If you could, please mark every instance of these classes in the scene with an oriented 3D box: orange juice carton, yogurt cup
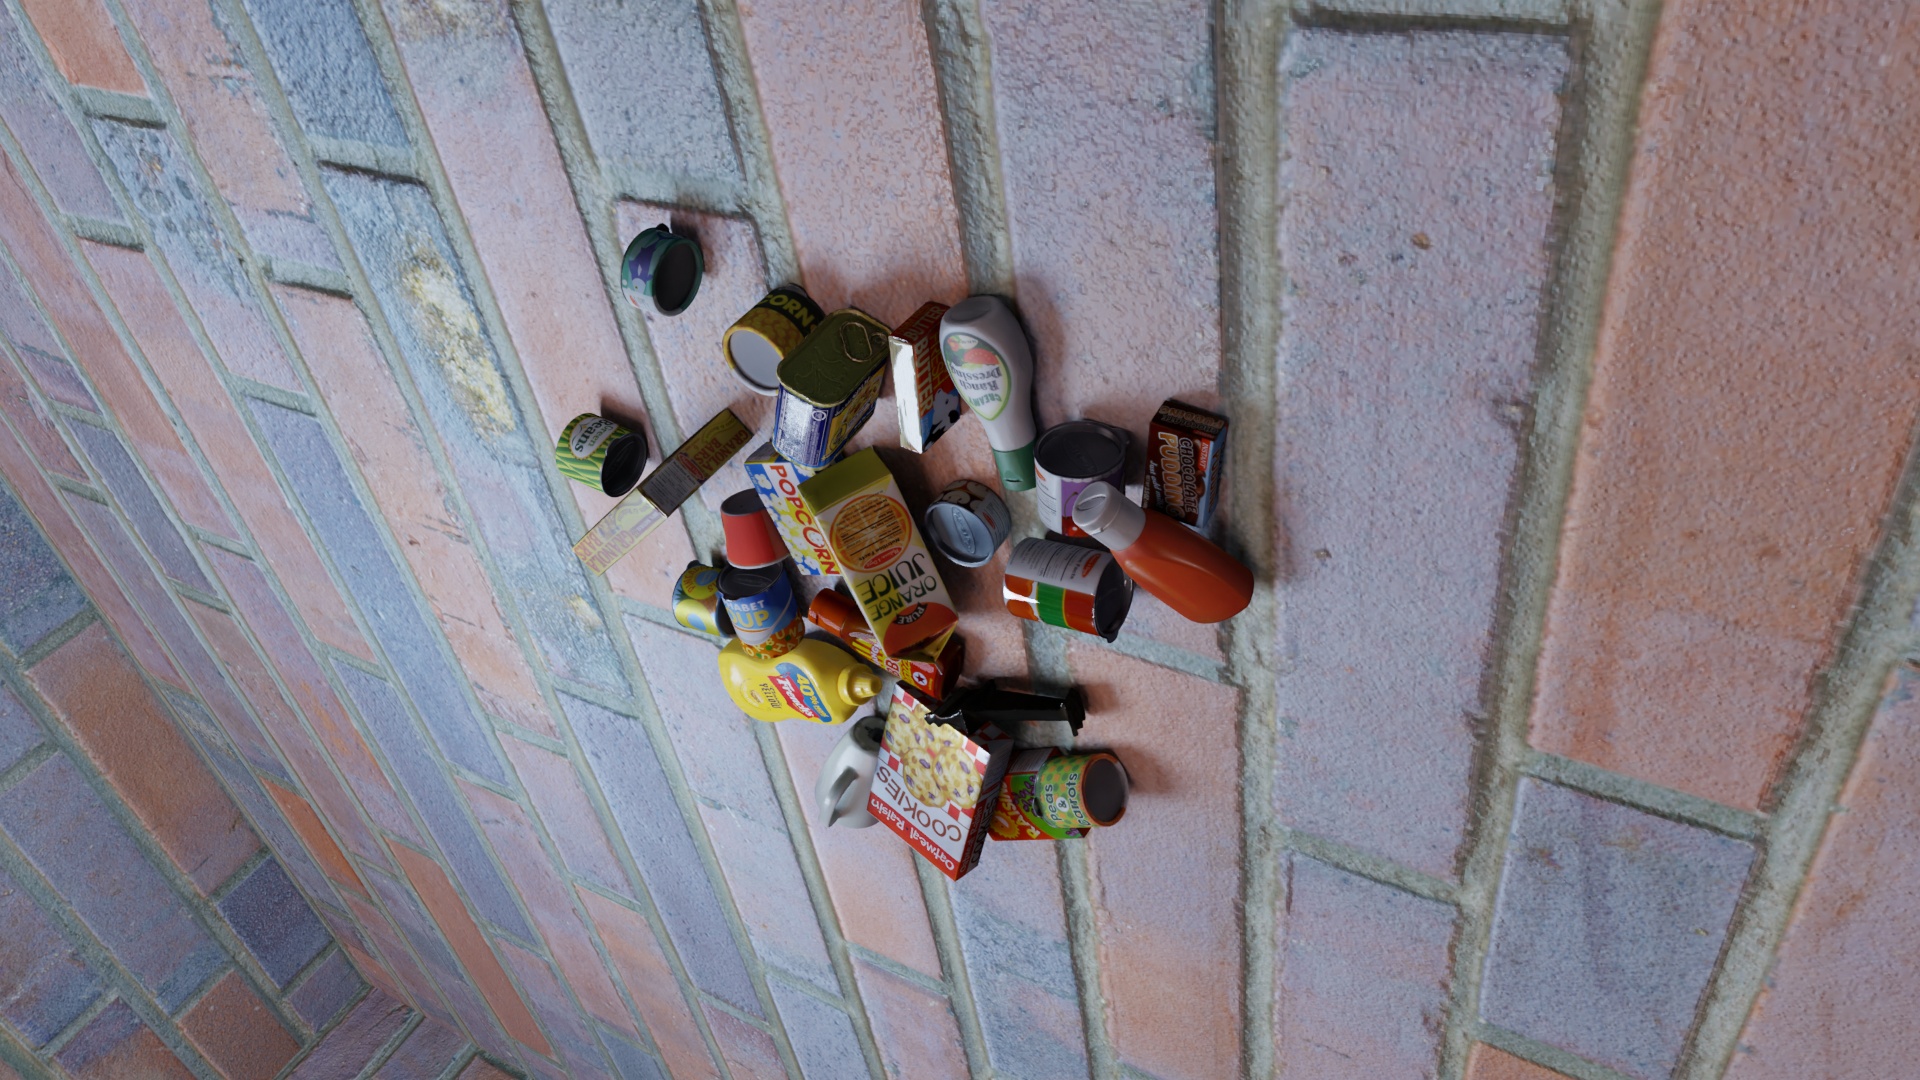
[{"bbox_3d":[-0.061,0.026,1.172,0.192,0.073,0.072,65,173,-28],"label":"orange juice carton"},{"bbox_3d":[-0.186,-0.013,1.264,0.072,0.073,0.053,8,124,34],"label":"yogurt cup"}]

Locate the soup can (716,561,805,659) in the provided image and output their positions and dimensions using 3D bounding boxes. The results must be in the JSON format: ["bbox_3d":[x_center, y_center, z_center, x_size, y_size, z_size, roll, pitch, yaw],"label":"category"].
[{"bbox_3d":[-0.193,0.065,1.338,0.071,0.072,0.083,12,134,31],"label":"soup can"}]

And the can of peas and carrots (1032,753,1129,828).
[{"bbox_3d":[0.108,0.227,1.253,0.058,0.071,0.070,-13,118,44],"label":"can of peas and carrots"}]

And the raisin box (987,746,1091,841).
[{"bbox_3d":[0.061,0.244,1.334,0.123,0.040,0.086,-15,117,45],"label":"raisin box"}]

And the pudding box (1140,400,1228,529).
[{"bbox_3d":[0.157,-0.053,0.975,0.050,0.030,0.083,21,138,21],"label":"pudding box"}]

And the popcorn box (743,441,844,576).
[{"bbox_3d":[-0.125,-0.028,1.220,0.085,0.038,0.126,0,127,38],"label":"popcorn box"}]

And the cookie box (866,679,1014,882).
[{"bbox_3d":[-0.022,0.226,1.329,0.123,0.040,0.166,33,127,29],"label":"cookie box"}]

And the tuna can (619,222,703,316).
[{"bbox_3d":[-0.237,-0.216,1.108,0.033,0.071,0.070,21,138,21],"label":"tuna can"}]

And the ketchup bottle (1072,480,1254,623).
[{"bbox_3d":[0.142,0.009,0.992,0.148,0.044,0.064,33,145,-32],"label":"ketchup bottle"}]

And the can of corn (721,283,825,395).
[{"bbox_3d":[-0.145,-0.158,1.093,0.071,0.058,0.070,22,138,21],"label":"can of corn"}]

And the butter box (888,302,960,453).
[{"bbox_3d":[-0.026,-0.121,1.038,0.024,0.053,0.103,21,137,26],"label":"butter box"}]

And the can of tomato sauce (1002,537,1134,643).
[{"bbox_3d":[0.085,0.038,1.091,0.083,0.071,0.070,12,134,32],"label":"can of tomato sauce"}]

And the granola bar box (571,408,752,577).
[{"bbox_3d":[-0.271,-0.042,1.254,0.039,0.125,0.165,48,141,-10],"label":"granola bar box"}]

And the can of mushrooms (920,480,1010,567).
[{"bbox_3d":[0.004,-0.014,1.133,0.071,0.034,0.070,22,139,21],"label":"can of mushrooms"}]

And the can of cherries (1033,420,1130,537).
[{"bbox_3d":[0.090,-0.045,1.010,0.071,0.072,0.058,18,137,25],"label":"can of cherries"}]

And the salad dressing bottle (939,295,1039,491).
[{"bbox_3d":[0.029,-0.105,1.016,0.064,0.044,0.147,5,130,34],"label":"salad dressing bottle"}]

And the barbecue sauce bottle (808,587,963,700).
[{"bbox_3d":[-0.070,0.091,1.287,0.149,0.044,0.064,26,141,17],"label":"barbecue sauce bottle"}]

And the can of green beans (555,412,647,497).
[{"bbox_3d":[-0.341,-0.082,1.320,0.058,0.071,0.071,24,139,20],"label":"can of green beans"}]

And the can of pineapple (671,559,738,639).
[{"bbox_3d":[-0.243,0.059,1.378,0.058,0.071,0.070,11,133,30],"label":"can of pineapple"}]
